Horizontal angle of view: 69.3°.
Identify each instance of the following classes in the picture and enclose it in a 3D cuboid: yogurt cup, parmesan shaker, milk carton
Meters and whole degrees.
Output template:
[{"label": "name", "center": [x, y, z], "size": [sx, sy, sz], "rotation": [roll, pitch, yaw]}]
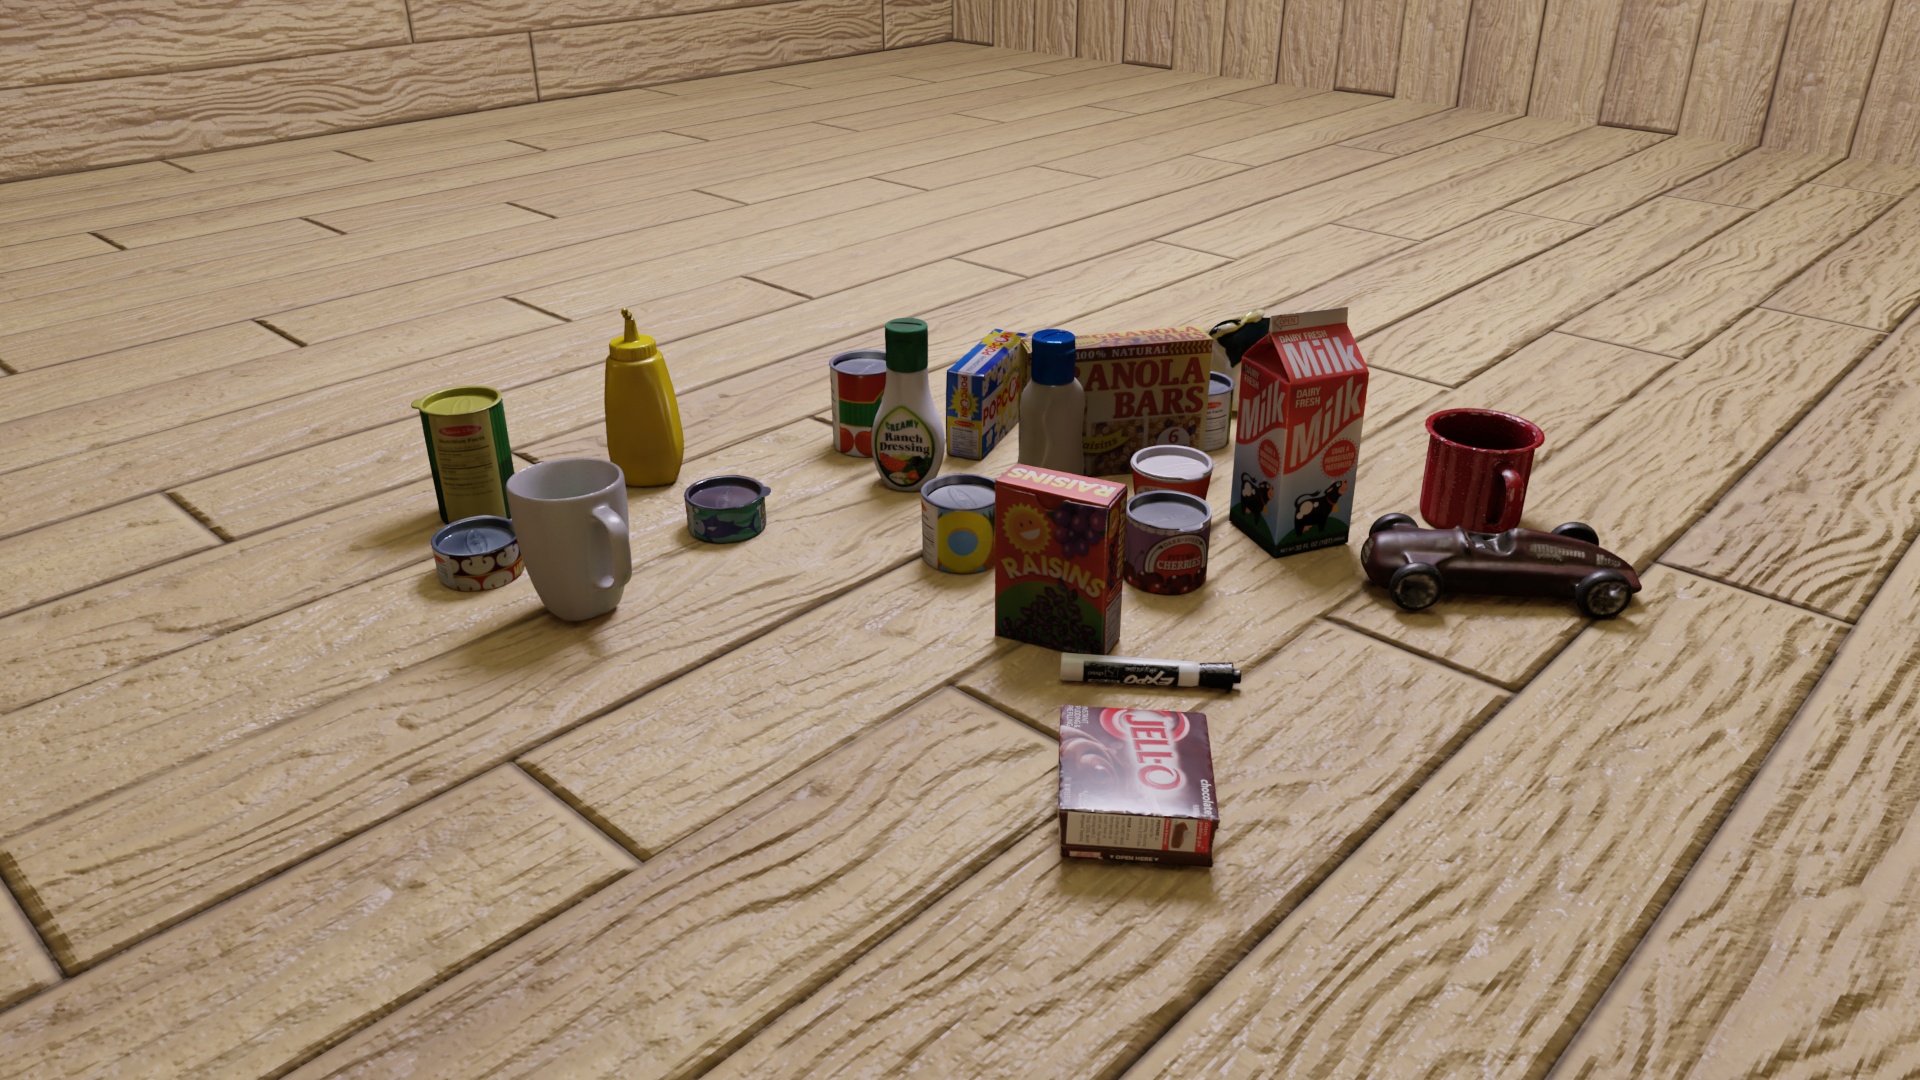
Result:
[{"label": "yogurt cup", "center": [0.174, -0.042, 1.154], "size": [0.072, 0.053, 0.073], "rotation": [0, 27, 0]}, {"label": "parmesan shaker", "center": [-0.411, -0.070, 1.156], "size": [0.071, 0.102, 0.071], "rotation": [0, 27, 0]}, {"label": "milk carton", "center": [0.267, -0.090, 1.098], "size": [0.072, 0.189, 0.074], "rotation": [-10, 29, -18]}]

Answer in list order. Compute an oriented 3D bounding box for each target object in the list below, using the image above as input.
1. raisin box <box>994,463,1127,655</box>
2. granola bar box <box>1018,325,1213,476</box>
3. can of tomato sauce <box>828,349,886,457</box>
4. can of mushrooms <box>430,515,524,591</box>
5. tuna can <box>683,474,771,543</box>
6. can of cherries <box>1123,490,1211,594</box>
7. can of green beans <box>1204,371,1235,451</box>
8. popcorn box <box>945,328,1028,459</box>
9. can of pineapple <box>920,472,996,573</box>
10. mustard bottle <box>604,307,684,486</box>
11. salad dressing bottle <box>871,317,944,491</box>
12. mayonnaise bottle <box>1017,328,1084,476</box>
[{"label": "raisin box", "center": [0.068, 0.015, 0.968], "size": [0.086, 0.122, 0.040], "rotation": [13, 30, 24]}, {"label": "granola bar box", "center": [0.135, -0.122, 1.231], "size": [0.166, 0.123, 0.039], "rotation": [-5, 27, -10]}, {"label": "can of tomato sauce", "center": [-0.085, -0.127, 1.287], "size": [0.071, 0.082, 0.071], "rotation": [0, 27, 0]}, {"label": "can of mushrooms", "center": [-0.371, 0.010, 1.078], "size": [0.071, 0.033, 0.071], "rotation": [0, 27, 0]}, {"label": "tuna can", "center": [-0.191, -0.026, 1.147], "size": [0.071, 0.032, 0.071], "rotation": [0, 27, 0]}, {"label": "can of cherries", "center": [0.158, 0.002, 1.062], "size": [0.071, 0.058, 0.072], "rotation": [0, 27, 0]}, {"label": "can of green beans", "center": [0.222, -0.122, 1.304], "size": [0.071, 0.057, 0.071], "rotation": [0, 27, 0]}, {"label": "popcorn box", "center": [0.026, -0.139, 1.308], "size": [0.038, 0.084, 0.127], "rotation": [10, 29, 19]}, {"label": "can of pineapple", "center": [0.004, -0.014, 1.095], "size": [0.071, 0.057, 0.071], "rotation": [0, 27, 0]}, {"label": "mustard bottle", "center": [-0.277, -0.126, 1.203], "size": [0.065, 0.159, 0.049], "rotation": [-2, 27, -3]}, {"label": "salad dressing bottle", "center": [-0.046, -0.117, 1.197], "size": [0.064, 0.147, 0.044], "rotation": [5, 27, 10]}, {"label": "mayonnaise bottle", "center": [0.077, -0.103, 1.169], "size": [0.065, 0.147, 0.041], "rotation": [-24, 36, -39]}]
